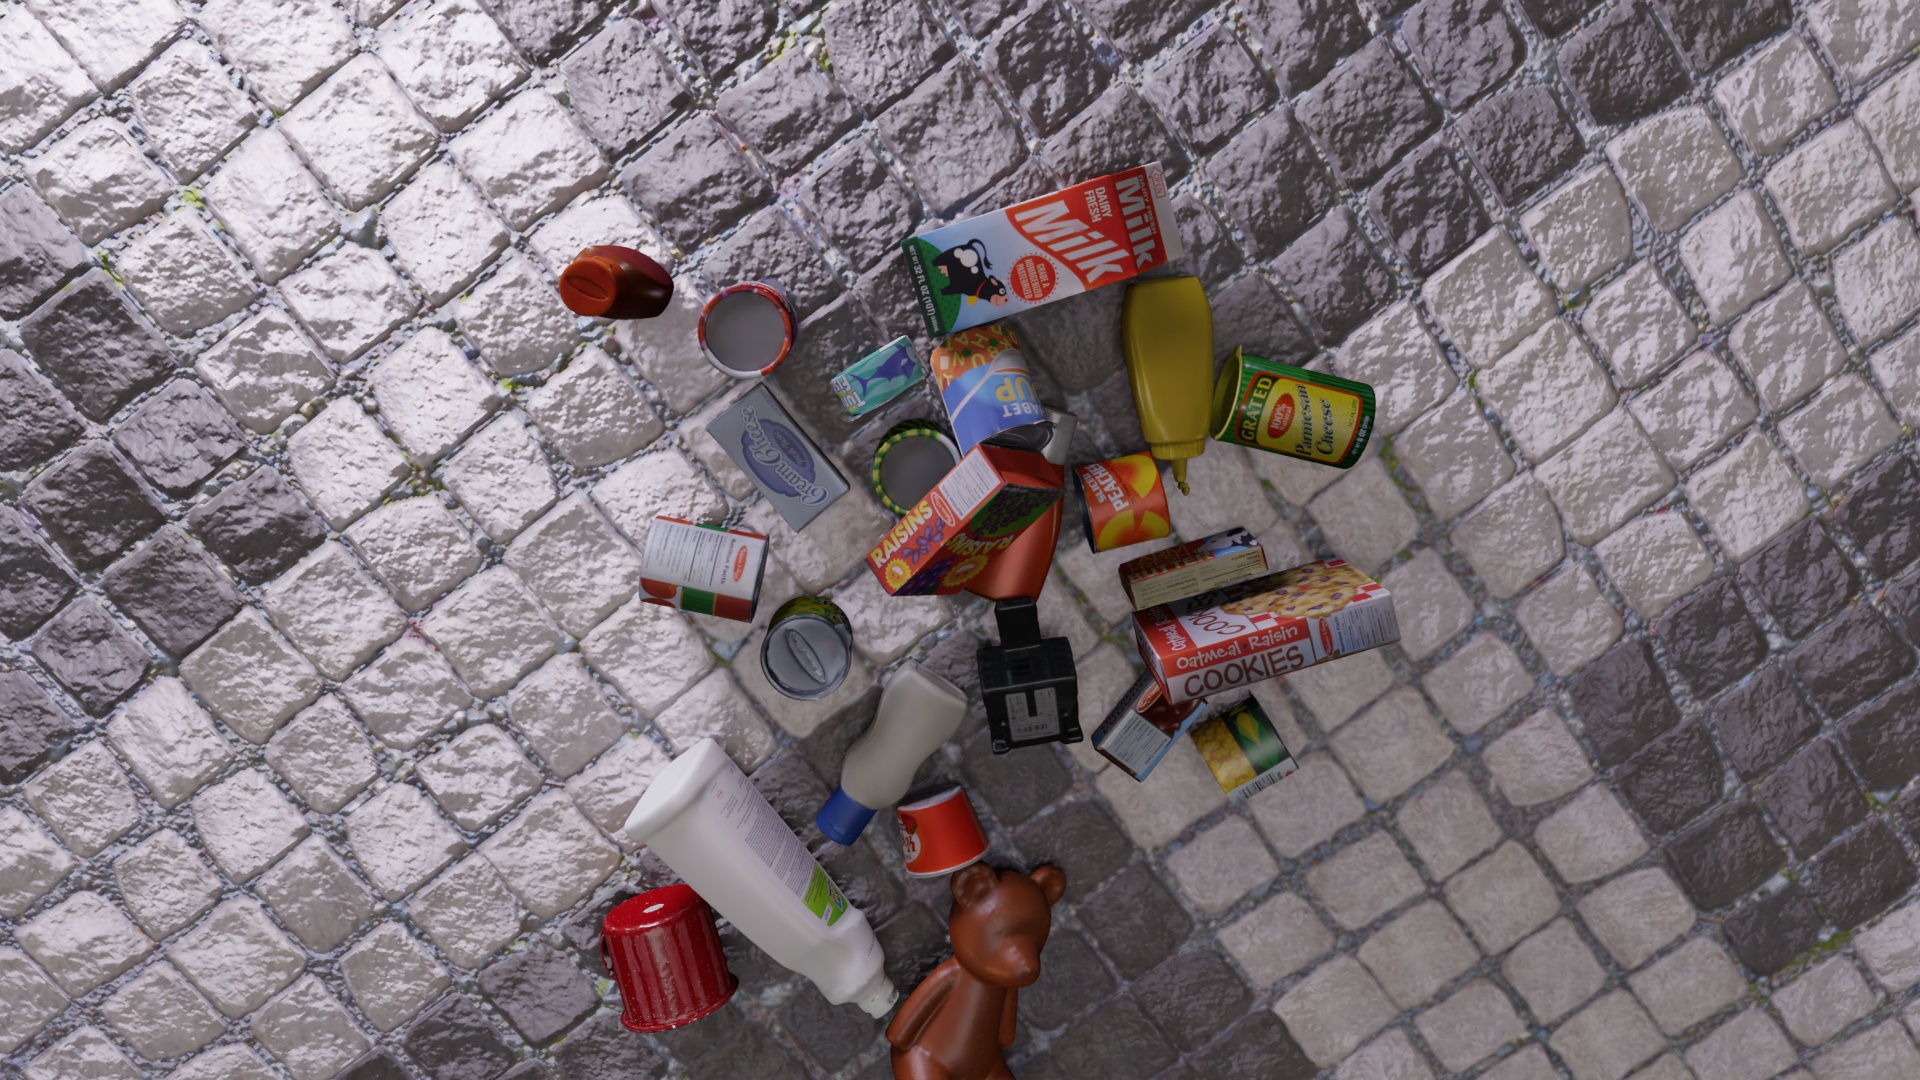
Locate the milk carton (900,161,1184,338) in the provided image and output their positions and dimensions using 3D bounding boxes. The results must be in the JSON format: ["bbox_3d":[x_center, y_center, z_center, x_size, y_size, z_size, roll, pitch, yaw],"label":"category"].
[{"bbox_3d":[0.058,-0.205,0.978,0.191,0.073,0.072,-16,102,1],"label":"milk carton"}]

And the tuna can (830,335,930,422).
[{"bbox_3d":[-0.060,-0.116,0.995,0.071,0.071,0.033,-31,100,4],"label":"tuna can"}]

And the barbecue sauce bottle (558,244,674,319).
[{"bbox_3d":[-0.235,-0.173,0.934,0.065,0.149,0.043,27,100,-8],"label":"barbecue sauce bottle"}]

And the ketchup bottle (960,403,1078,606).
[{"bbox_3d":[0.048,-0.027,1.030,0.065,0.043,0.148,19,100,5],"label":"ketchup bottle"}]

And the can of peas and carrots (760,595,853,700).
[{"bbox_3d":[-0.112,0.078,1.038,0.071,0.059,0.070,-1,102,-3],"label":"can of peas and carrots"}]

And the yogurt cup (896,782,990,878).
[{"bbox_3d":[-0.016,0.222,1.071,0.072,0.072,0.054,-17,94,1],"label":"yogurt cup"}]

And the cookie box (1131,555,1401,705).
[{"bbox_3d":[0.218,0.064,1.016,0.167,0.123,0.040,-16,102,1],"label":"cookie box"}]

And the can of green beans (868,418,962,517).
[{"bbox_3d":[-0.031,-0.053,1.014,0.071,0.058,0.071,0,102,-2],"label":"can of green beans"}]

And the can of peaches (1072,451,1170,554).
[{"bbox_3d":[0.118,-0.029,1.020,0.058,0.071,0.071,-13,102,0],"label":"can of peaches"}]

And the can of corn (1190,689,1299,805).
[{"bbox_3d":[0.216,0.159,1.067,0.058,0.071,0.071,-32,102,5],"label":"can of corn"}]

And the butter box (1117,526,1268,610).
[{"bbox_3d":[0.173,0.020,1.041,0.103,0.053,0.024,-17,105,2],"label":"butter box"}]

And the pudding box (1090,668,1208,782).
[{"bbox_3d":[0.146,0.140,1.077,0.049,0.030,0.083,37,98,-8],"label":"pudding box"}]

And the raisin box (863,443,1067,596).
[{"bbox_3d":[0.003,-0.012,0.976,0.123,0.086,0.040,-44,67,25],"label":"raisin box"}]

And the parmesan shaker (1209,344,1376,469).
[{"bbox_3d":[0.242,-0.097,1.012,0.103,0.071,0.071,12,101,-5],"label":"parmesan shaker"}]

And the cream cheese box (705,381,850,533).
[{"bbox_3d":[-0.134,-0.062,1.025,0.053,0.024,0.103,-39,101,6],"label":"cream cheese box"}]

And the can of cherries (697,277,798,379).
[{"bbox_3d":[-0.150,-0.153,0.988,0.071,0.058,0.071,0,103,-2],"label":"can of cherries"}]

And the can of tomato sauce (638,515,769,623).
[{"bbox_3d":[-0.188,0.022,1.021,0.083,0.071,0.071,11,102,-4],"label":"can of tomato sauce"}]

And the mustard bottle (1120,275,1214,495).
[{"bbox_3d":[0.154,-0.111,1.015,0.065,0.049,0.159,-6,103,-1],"label":"mustard bottle"}]

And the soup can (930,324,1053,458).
[{"bbox_3d":[0.023,-0.102,0.985,0.071,0.071,0.084,-19,71,2],"label":"soup can"}]

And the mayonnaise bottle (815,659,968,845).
[{"bbox_3d":[-0.057,0.167,1.069,0.065,0.041,0.148,34,100,-7],"label":"mayonnaise bottle"}]
